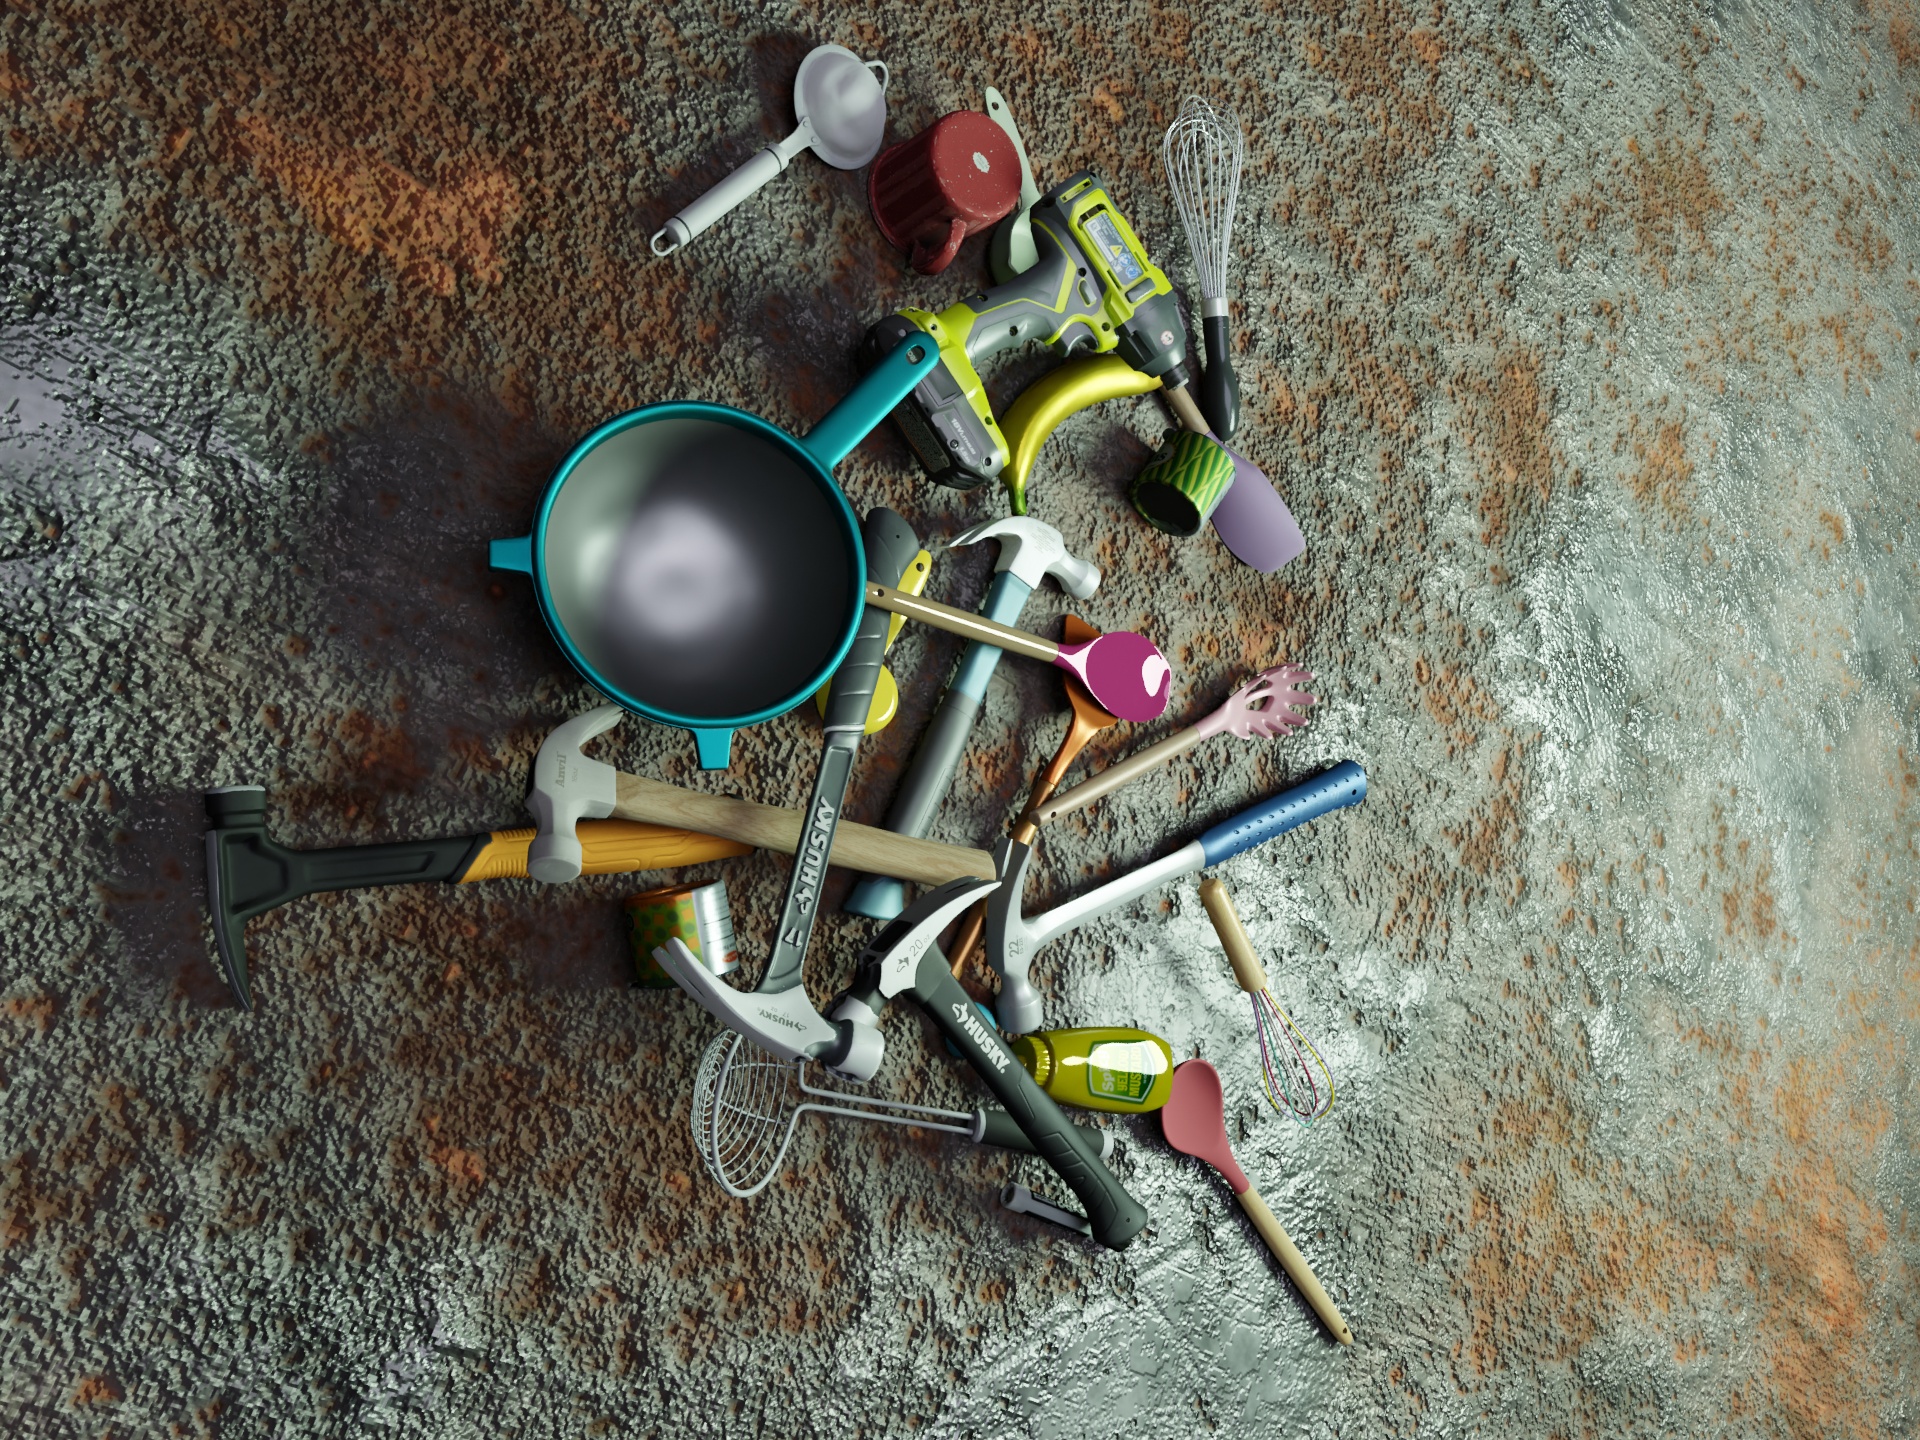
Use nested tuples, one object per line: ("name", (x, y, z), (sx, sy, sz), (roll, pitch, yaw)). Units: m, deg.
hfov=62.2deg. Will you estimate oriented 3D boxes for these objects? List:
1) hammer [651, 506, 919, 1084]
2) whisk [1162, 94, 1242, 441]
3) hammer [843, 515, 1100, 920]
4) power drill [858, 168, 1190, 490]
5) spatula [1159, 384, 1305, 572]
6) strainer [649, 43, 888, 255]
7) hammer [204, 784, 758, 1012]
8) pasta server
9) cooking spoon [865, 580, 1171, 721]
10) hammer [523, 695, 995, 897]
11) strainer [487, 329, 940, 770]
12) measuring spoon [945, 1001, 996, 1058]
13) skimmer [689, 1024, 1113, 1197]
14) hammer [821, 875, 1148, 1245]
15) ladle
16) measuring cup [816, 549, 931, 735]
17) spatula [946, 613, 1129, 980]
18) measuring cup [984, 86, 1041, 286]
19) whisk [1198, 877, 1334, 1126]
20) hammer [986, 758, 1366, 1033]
("hammer", (-0.085, 0.021, 1.036), (0.149, 0.036, 0.409), (28, 53, -24))
("whisk", (0.208, -0.375, 1.322), (0.070, 0.070, 0.284), (-7, 94, -33))
("hammer", (-0.002, -0.004, 1.161), (0.128, 0.033, 0.331), (35, 69, -32))
("power drill", (0.054, -0.273, 1.160), (0.223, 0.080, 0.171), (-37, 99, -14))
("spatula", (0.183, -0.255, 1.308), (0.060, 0.018, 0.315), (-34, 104, 5))
("strainer", (-0.123, -0.400, 1.121), (0.258, 0.050, 0.086), (-46, 124, -23))
("hammer", (-0.278, 0.091, 0.979), (0.336, 0.034, 0.127), (-4, 87, -33))
("pasta server", (0.172, 0.021, 1.253), (0.316, 0.040, 0.060), (-24, 114, -38))
("cooking spoon", (0.049, -0.056, 1.166), (0.318, 0.017, 0.069), (15, 80, -40))
("hammer", (-0.120, 0.069, 1.036), (0.331, 0.031, 0.130), (15, 49, -30))
("strainer", (-0.136, -0.135, 1.046), (0.211, 0.095, 0.340), (45, 66, -9))
("measuring spoon", (-0.008, 0.198, 1.128), (0.042, 0.021, 0.128), (-49, 128, -21))
("skimmer", (-0.023, 0.275, 1.091), (0.363, 0.090, 0.127), (17, 76, -30))
("hammer", (0.043, 0.253, 1.105), (0.146, 0.035, 0.334), (-50, 121, -25))
("ladle", (0.242, 0.396, 1.288), (0.069, 0.031, 0.315), (-42, 110, -25))
("measuring cup", (-0.051, -0.059, 1.140), (0.062, 0.029, 0.156), (35, 69, -25))
("spatula", (0.050, 0.069, 1.199), (0.081, 0.041, 0.323), (36, 72, -25))
("measuring cup", (0.042, -0.398, 1.222), (0.083, 0.038, 0.167), (-27, 101, -33))
("whisk", (0.240, 0.231, 1.276), (0.051, 0.047, 0.244), (-44, 116, -39))
("hammer", (0.180, 0.104, 1.256), (0.405, 0.035, 0.144), (-20, 112, -34))
